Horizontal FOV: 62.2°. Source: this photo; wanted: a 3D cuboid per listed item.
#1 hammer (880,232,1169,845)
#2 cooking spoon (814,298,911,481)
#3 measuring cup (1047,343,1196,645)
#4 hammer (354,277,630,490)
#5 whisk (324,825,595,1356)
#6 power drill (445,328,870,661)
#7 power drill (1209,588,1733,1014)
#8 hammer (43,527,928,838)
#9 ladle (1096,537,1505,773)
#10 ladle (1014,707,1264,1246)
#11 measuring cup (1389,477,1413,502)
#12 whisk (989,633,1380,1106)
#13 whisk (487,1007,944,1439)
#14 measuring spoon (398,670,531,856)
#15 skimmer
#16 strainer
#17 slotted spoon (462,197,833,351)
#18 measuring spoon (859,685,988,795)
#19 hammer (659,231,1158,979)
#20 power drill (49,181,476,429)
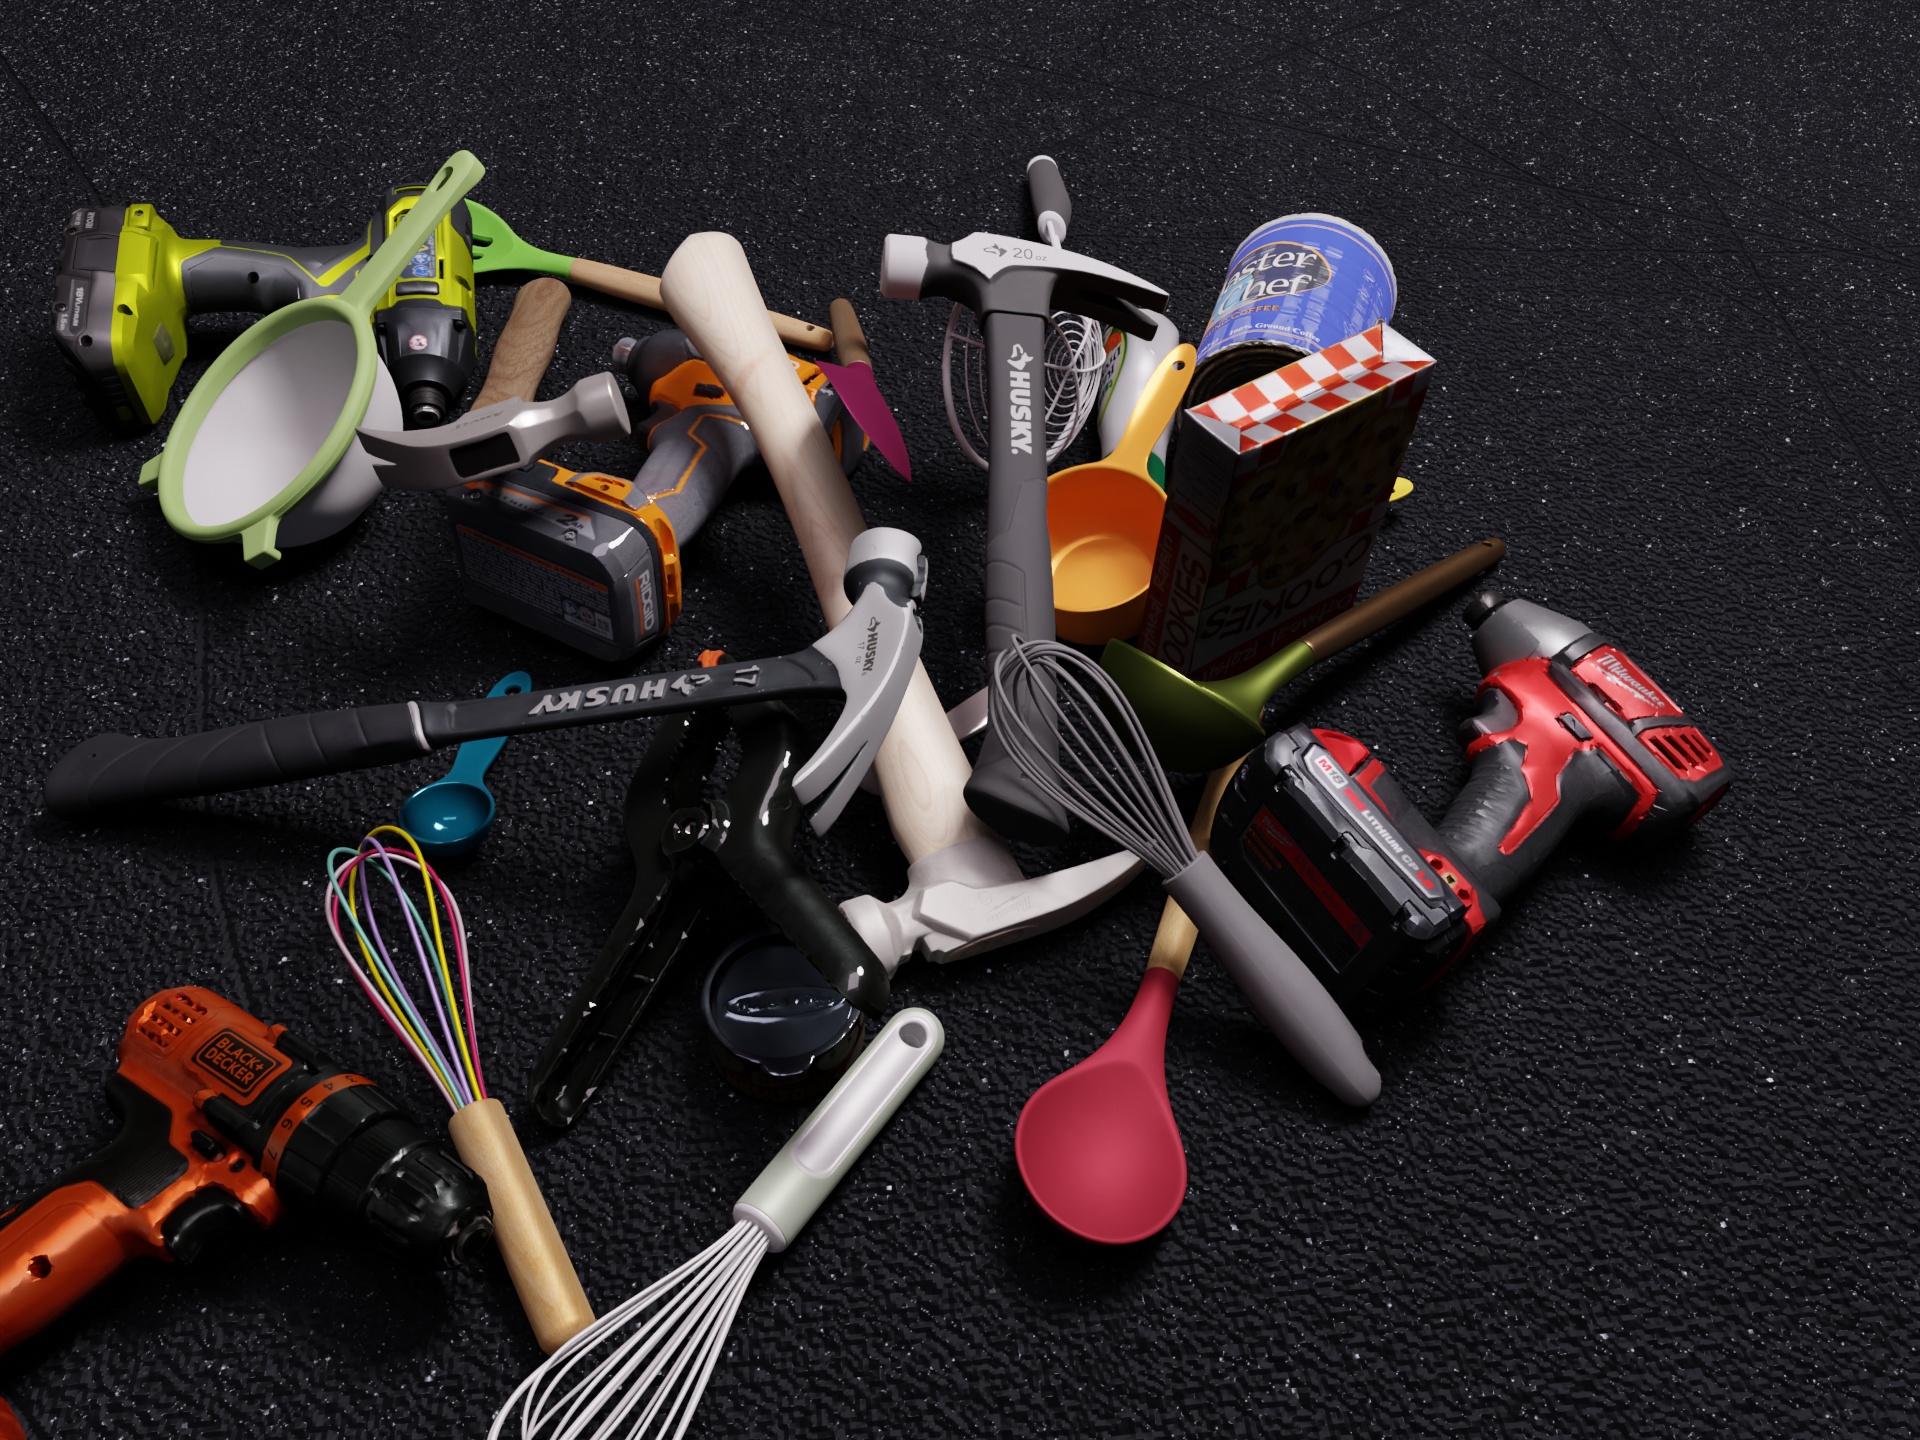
[{"bbox_3d":[0.033,-0.097,0.752,0.146,0.035,0.335,4,60,-8],"label":"hammer"},{"bbox_3d":[-0.055,-0.188,0.836,0.017,0.068,0.319,-37,24,9],"label":"cooking spoon"},{"bbox_3d":[0.088,-0.117,0.833,0.095,0.052,0.174,19,68,21],"label":"measuring cup"},{"bbox_3d":[-0.242,-0.193,0.865,0.130,0.031,0.332,-17,28,-1],"label":"hammer"},{"bbox_3d":[-0.198,0.135,0.627,0.047,0.051,0.245,-34,59,-4],"label":"whisk"},{"bbox_3d":[-0.171,-0.140,0.863,0.164,0.084,0.226,23,47,19],"label":"power drill"},{"bbox_3d":[0.227,0.024,0.711,0.219,0.078,0.143,-25,65,-27],"label":"power drill"},{"bbox_3d":[-0.216,0.005,0.684,0.409,0.036,0.149,-8,43,14],"label":"hammer"},{"bbox_3d":[0.183,-0.050,0.767,0.320,0.062,0.078,-26,46,-38],"label":"ladle"},{"bbox_3d":[0.093,0.090,0.690,0.069,0.031,0.316,24,48,3],"label":"ladle"},{"bbox_3d":[0.180,-0.105,0.873,0.156,0.029,0.062,-16,50,-18],"label":"measuring cup"},{"bbox_3d":[0.092,0.061,0.645,0.055,0.055,0.239,-38,88,-30],"label":"whisk"},{"bbox_3d":[-0.079,0.191,0.581,0.058,0.059,0.246,34,50,12],"label":"whisk"},{"bbox_3d":[-0.228,0.022,0.758,0.042,0.021,0.129,5,38,3],"label":"measuring spoon"},{"bbox_3d":[0.033,-0.279,0.996,0.090,0.127,0.364,-15,36,9],"label":"skimmer"},{"bbox_3d":[-0.326,-0.192,0.869,0.152,0.069,0.256,27,80,37],"label":"strainer"},{"bbox_3d":[-0.227,-0.283,1.027,0.314,0.031,0.070,18,56,12],"label":"slotted spoon"},{"bbox_3d":[-0.001,-0.002,0.778,0.124,0.018,0.034,-32,55,-27],"label":"measuring spoon"},{"bbox_3d":[-0.049,-0.080,0.767,0.146,0.038,0.411,-16,65,-17],"label":"hammer"},{"bbox_3d":[-0.404,-0.241,0.946,0.223,0.080,0.171,-5,60,-10],"label":"power drill"}]
